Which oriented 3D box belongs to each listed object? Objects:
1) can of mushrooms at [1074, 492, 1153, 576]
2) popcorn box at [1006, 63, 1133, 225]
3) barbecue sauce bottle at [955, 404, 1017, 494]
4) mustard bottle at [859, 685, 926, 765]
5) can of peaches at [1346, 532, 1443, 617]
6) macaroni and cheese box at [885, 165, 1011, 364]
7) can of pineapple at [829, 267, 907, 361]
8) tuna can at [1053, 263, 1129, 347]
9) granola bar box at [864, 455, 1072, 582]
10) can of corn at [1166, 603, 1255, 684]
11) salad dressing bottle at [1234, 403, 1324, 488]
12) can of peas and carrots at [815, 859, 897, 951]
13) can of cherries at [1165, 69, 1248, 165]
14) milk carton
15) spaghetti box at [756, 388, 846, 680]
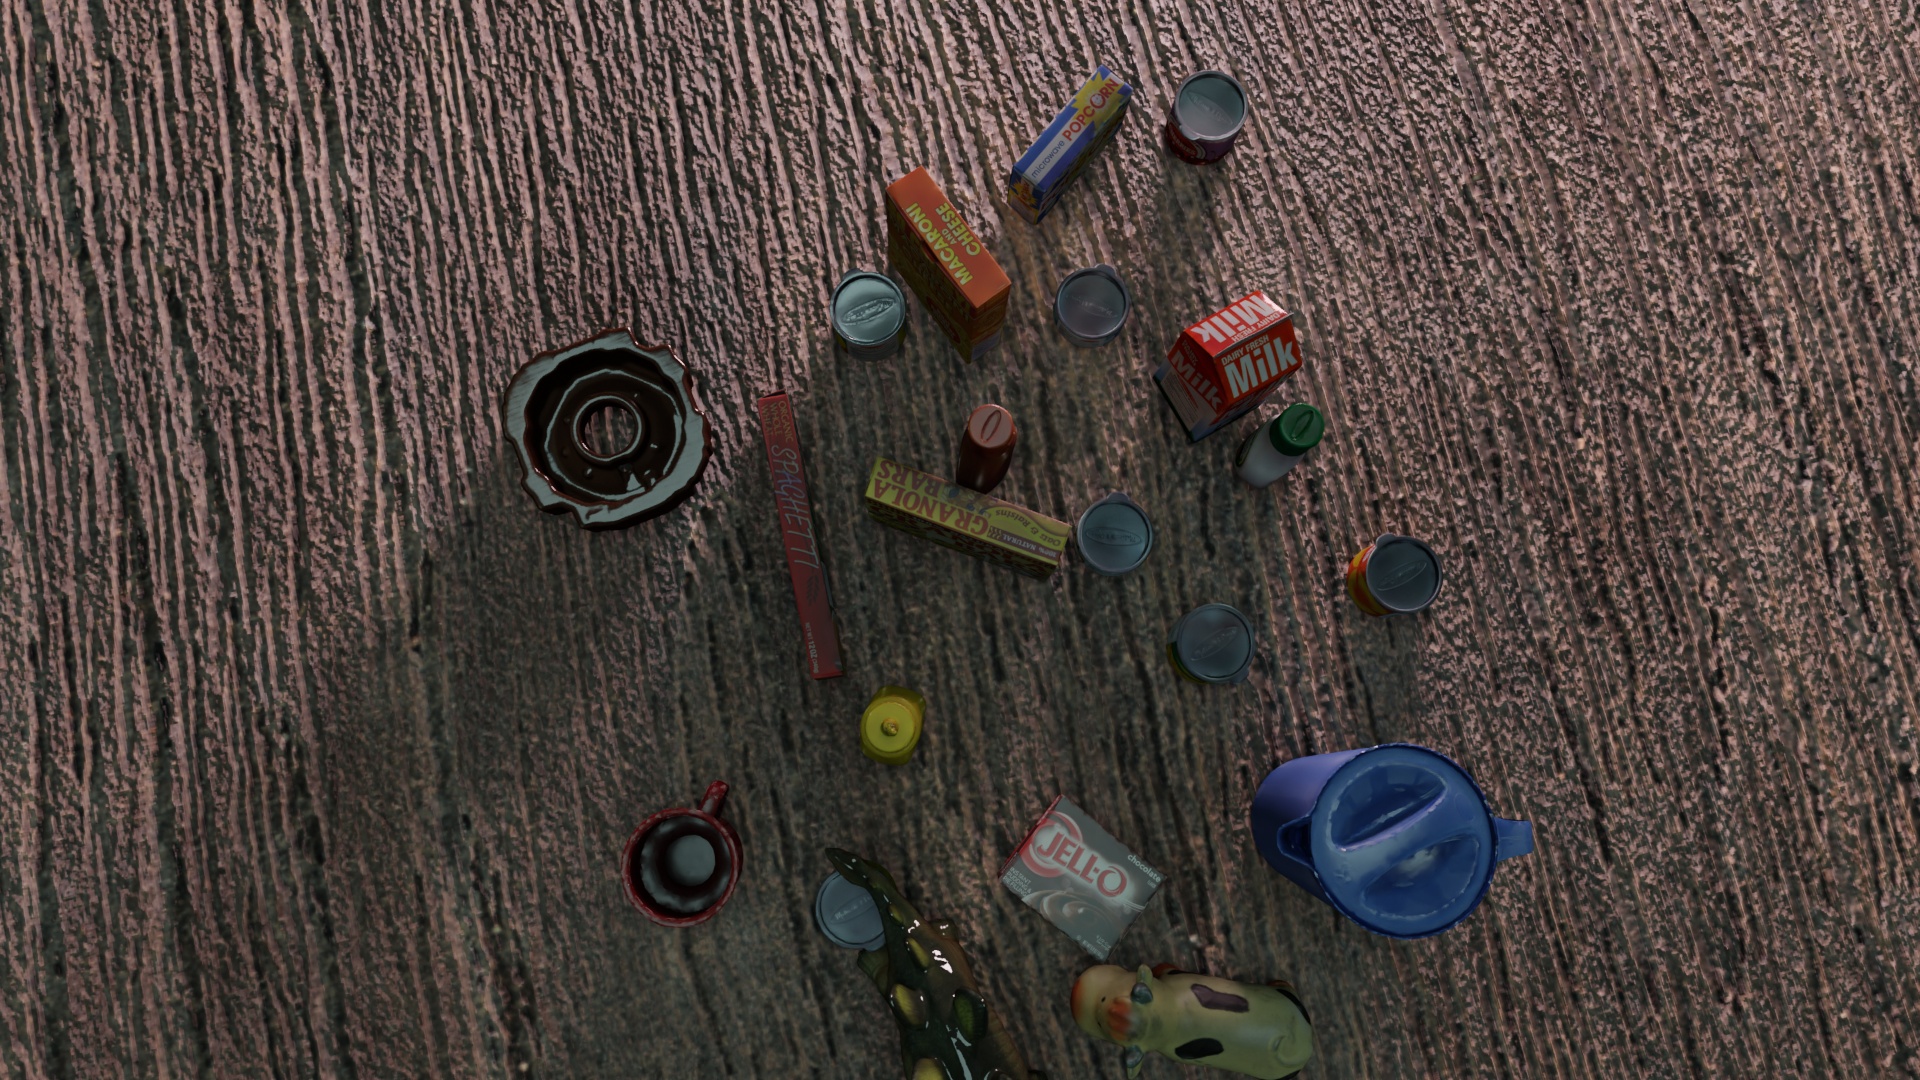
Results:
[{"bbox_3d":[0.133,-0.005,1.206,0.071,0.033,0.071,0,82,-1],"label":"can of mushrooms"},{"bbox_3d":[0.095,-0.348,1.230,0.038,0.085,0.127,39,83,4],"label":"popcorn box"},{"bbox_3d":[0.023,-0.079,1.156,0.044,0.148,0.065,27,82,2],"label":"barbecue sauce bottle"},{"bbox_3d":[-0.055,0.148,1.115,0.049,0.160,0.065,16,82,1],"label":"mustard bottle"},{"bbox_3d":[0.371,0.030,1.195,0.071,0.058,0.071,0,82,-1],"label":"can of peaches"},{"bbox_3d":[-0.012,-0.226,1.168,0.040,0.166,0.124,-36,84,-6],"label":"macaroni and cheese box"},{"bbox_3d":[-0.080,-0.197,1.217,0.071,0.058,0.071,0,82,-1],"label":"can of pineapple"},{"bbox_3d":[0.117,-0.209,1.236,0.071,0.033,0.071,0,82,-1],"label":"tuna can"},{"bbox_3d":[0.004,-0.015,1.159,0.166,0.124,0.039,20,82,2],"label":"granola bar box"},{"bbox_3d":[0.213,0.091,1.182,0.071,0.058,0.071,0,82,-1],"label":"can of corn"},{"bbox_3d":[0.268,-0.081,1.163,0.044,0.147,0.064,36,83,4],"label":"salad dressing bottle"},{"bbox_3d":[-0.083,0.300,1.143,0.071,0.058,0.071,0,82,-1],"label":"can of peas and carrots"},{"bbox_3d":[0.219,-0.378,1.251,0.071,0.058,0.071,0,82,-1],"label":"can of cherries"},{"bbox_3d":[0.222,-0.145,1.150,0.072,0.190,0.073,-29,84,-5],"label":"milk carton"},{"bbox_3d":[-0.136,-0.004,1.191,0.029,0.050,0.250,-12,82,-3],"label":"spaghetti box"}]
